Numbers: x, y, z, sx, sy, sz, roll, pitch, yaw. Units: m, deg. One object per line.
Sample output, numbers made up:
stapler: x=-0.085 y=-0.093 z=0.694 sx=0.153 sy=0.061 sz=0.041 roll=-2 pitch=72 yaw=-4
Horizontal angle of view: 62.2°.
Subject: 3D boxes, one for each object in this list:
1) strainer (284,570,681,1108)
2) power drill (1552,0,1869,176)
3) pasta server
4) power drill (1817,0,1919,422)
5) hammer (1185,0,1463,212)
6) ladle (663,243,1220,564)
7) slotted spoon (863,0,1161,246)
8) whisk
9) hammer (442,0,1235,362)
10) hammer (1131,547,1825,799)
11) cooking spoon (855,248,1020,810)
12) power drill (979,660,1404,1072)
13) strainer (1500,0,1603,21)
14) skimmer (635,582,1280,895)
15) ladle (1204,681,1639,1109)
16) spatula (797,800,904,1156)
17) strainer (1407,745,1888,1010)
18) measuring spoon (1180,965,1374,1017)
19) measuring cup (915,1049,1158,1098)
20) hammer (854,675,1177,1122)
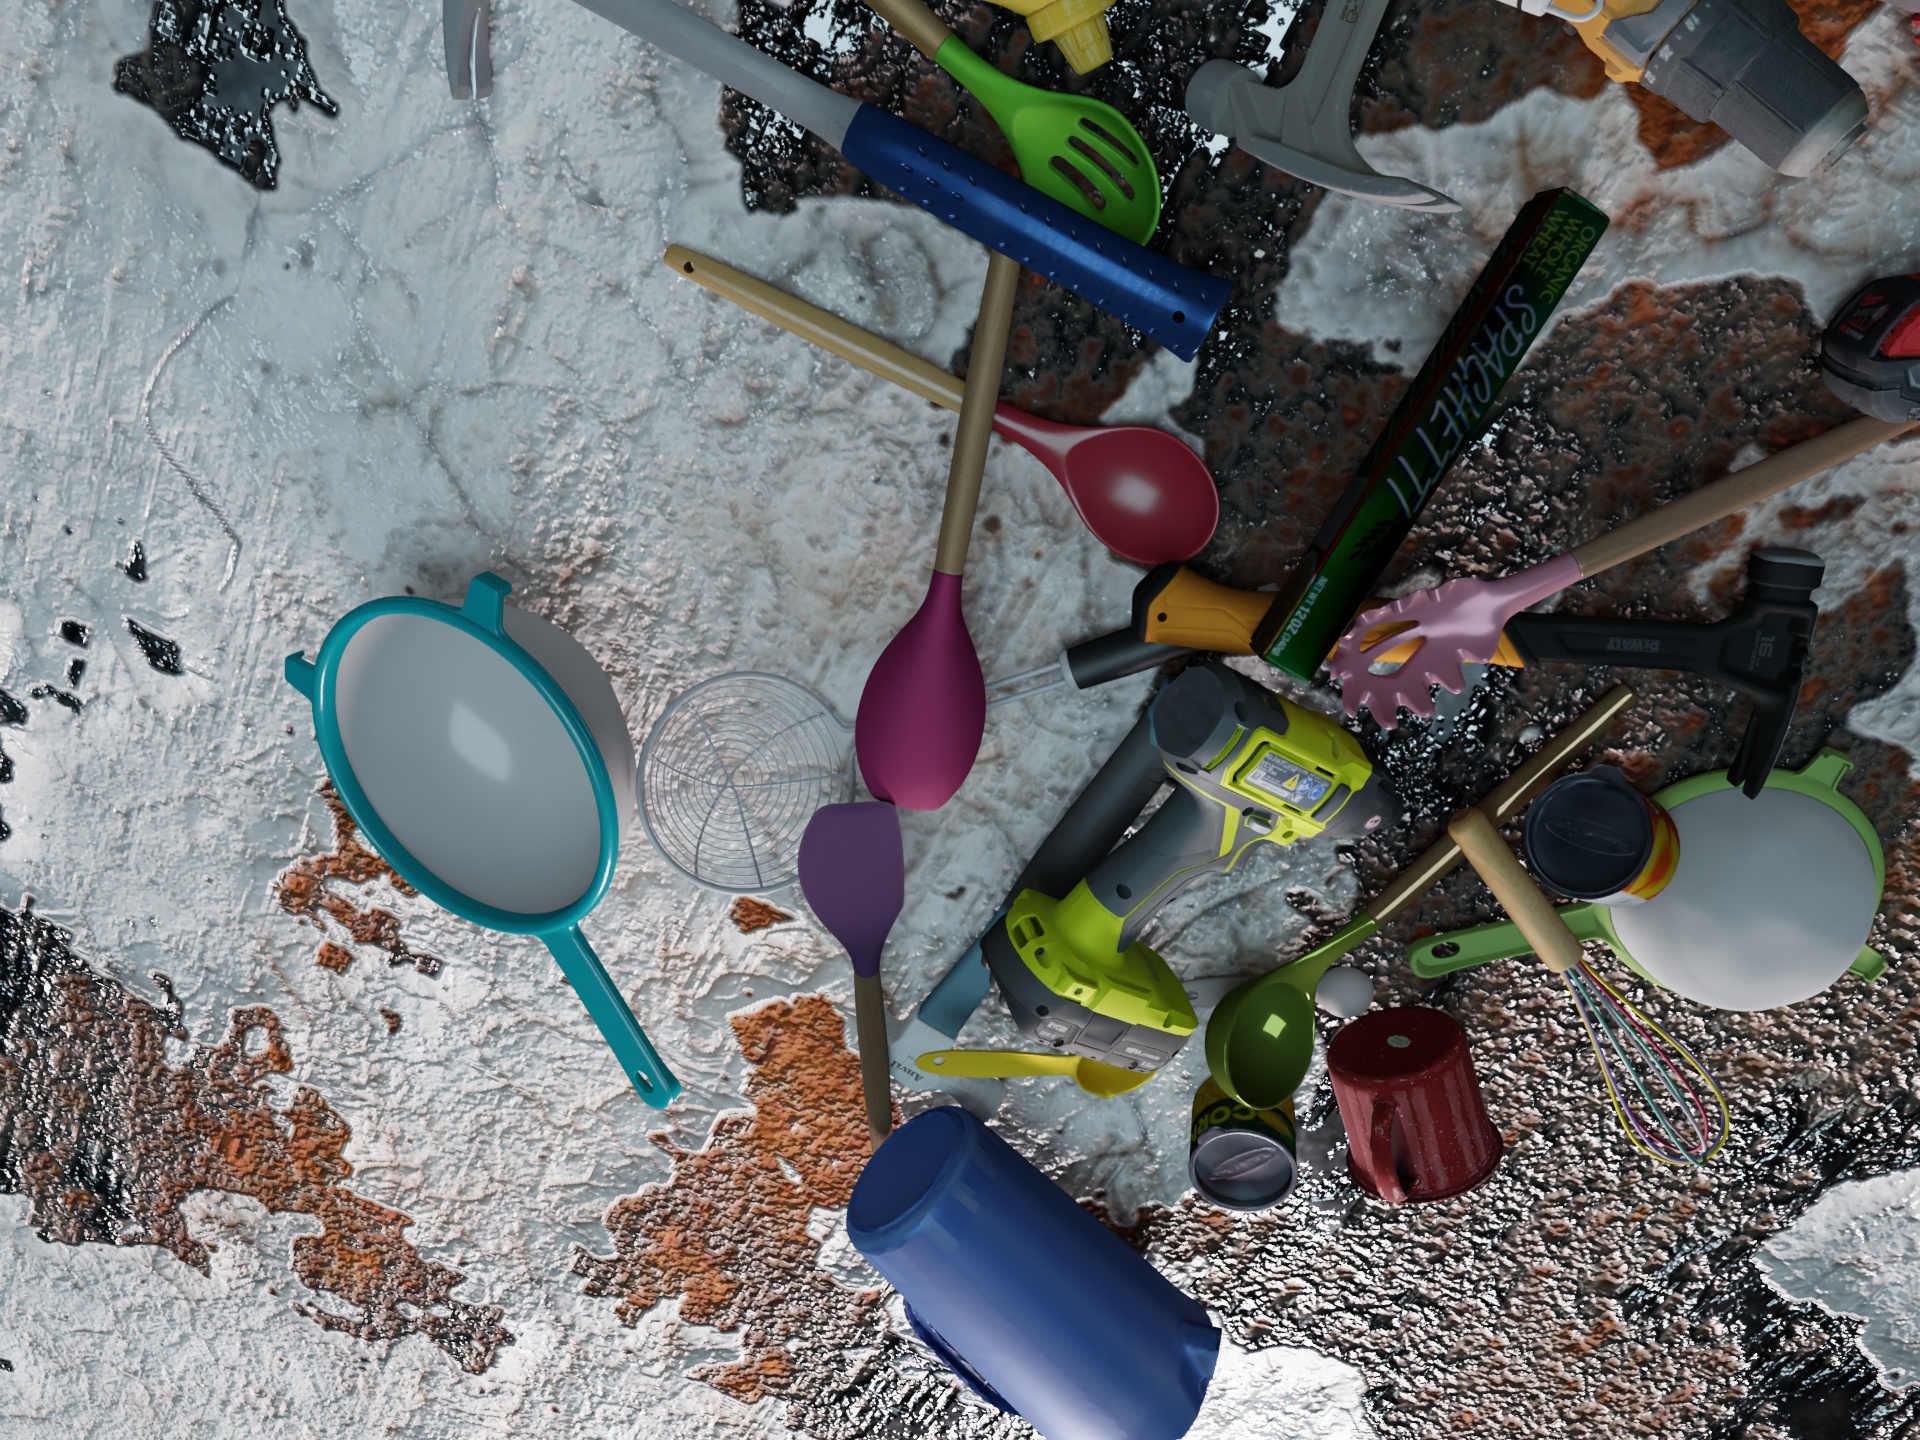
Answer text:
strainer: x=-0.233 y=0.066 z=0.932 sx=0.211 sy=0.095 sz=0.340 roll=-15 pitch=109 yaw=34
power drill: x=0.336 y=-0.344 z=0.611 sx=0.185 sy=0.084 sz=0.226 roll=48 pitch=119 yaw=12
pasta server: x=0.322 y=-0.084 z=0.760 sx=0.316 sy=0.040 sz=0.060 roll=-25 pitch=106 yaw=6
power drill: x=0.437 y=-0.245 z=0.675 sx=0.143 sy=0.079 sz=0.219 roll=-1 pitch=114 yaw=11
hammer: x=0.208 y=-0.392 z=0.626 sx=0.036 sy=0.149 sz=0.359 roll=-1 pitch=122 yaw=-41
ladle: x=-0.010 y=-0.170 z=0.821 sx=0.315 sy=0.031 sz=0.069 roll=26 pitch=115 yaw=-2
slotted spoon: x=-0.027 y=-0.333 z=0.738 sx=0.313 sy=0.031 sz=0.070 roll=40 pitch=141 yaw=-8
whisk: x=0.336 y=0.148 z=0.859 sx=0.047 sy=0.051 sz=0.245 roll=-30 pitch=101 yaw=44
hammer: x=-0.062 y=-0.278 z=0.747 sx=0.405 sy=0.035 sz=0.144 roll=29 pitch=119 yaw=1
hammer: x=0.255 y=-0.037 z=0.813 sx=0.337 sy=0.034 sz=0.127 roll=5 pitch=108 yaw=3
cooking spoon: x=-0.002 y=-0.101 z=0.816 sx=0.069 sy=0.017 sz=0.318 roll=11 pitch=107 yaw=0
power drill: x=0.130 y=0.086 z=0.873 sx=0.171 sy=0.080 sz=0.223 roll=24 pitch=114 yaw=-35
strainer: x=0.131 y=-0.324 z=0.629 sx=0.258 sy=0.050 sz=0.087 roll=31 pitch=101 yaw=19
skimmer: x=-0.001 y=-0.003 z=0.867 sx=0.363 sy=0.090 sz=0.127 roll=-18 pitch=97 yaw=17
ladle: x=0.256 y=0.101 z=0.886 sx=0.078 sy=0.062 sz=0.320 roll=28 pitch=115 yaw=-36
spatula: x=-0.057 y=0.167 z=0.956 sx=0.060 sy=0.018 sz=0.315 roll=-4 pitch=129 yaw=-2
strainer: x=0.378 y=0.118 z=0.874 sx=0.256 sy=0.069 sz=0.151 roll=-16 pitch=113 yaw=16
measuring spoon: x=0.187 y=0.168 z=0.963 sx=0.124 sy=0.018 sz=0.034 roll=-3 pitch=117 yaw=12
measuring cup: x=0.047 y=0.201 z=0.973 sx=0.156 sy=0.029 sz=0.062 roll=4 pitch=125 yaw=-15
hammer: x=0.046 y=0.107 z=0.950 sx=0.128 sy=0.033 sz=0.331 roll=31 pitch=118 yaw=-8
